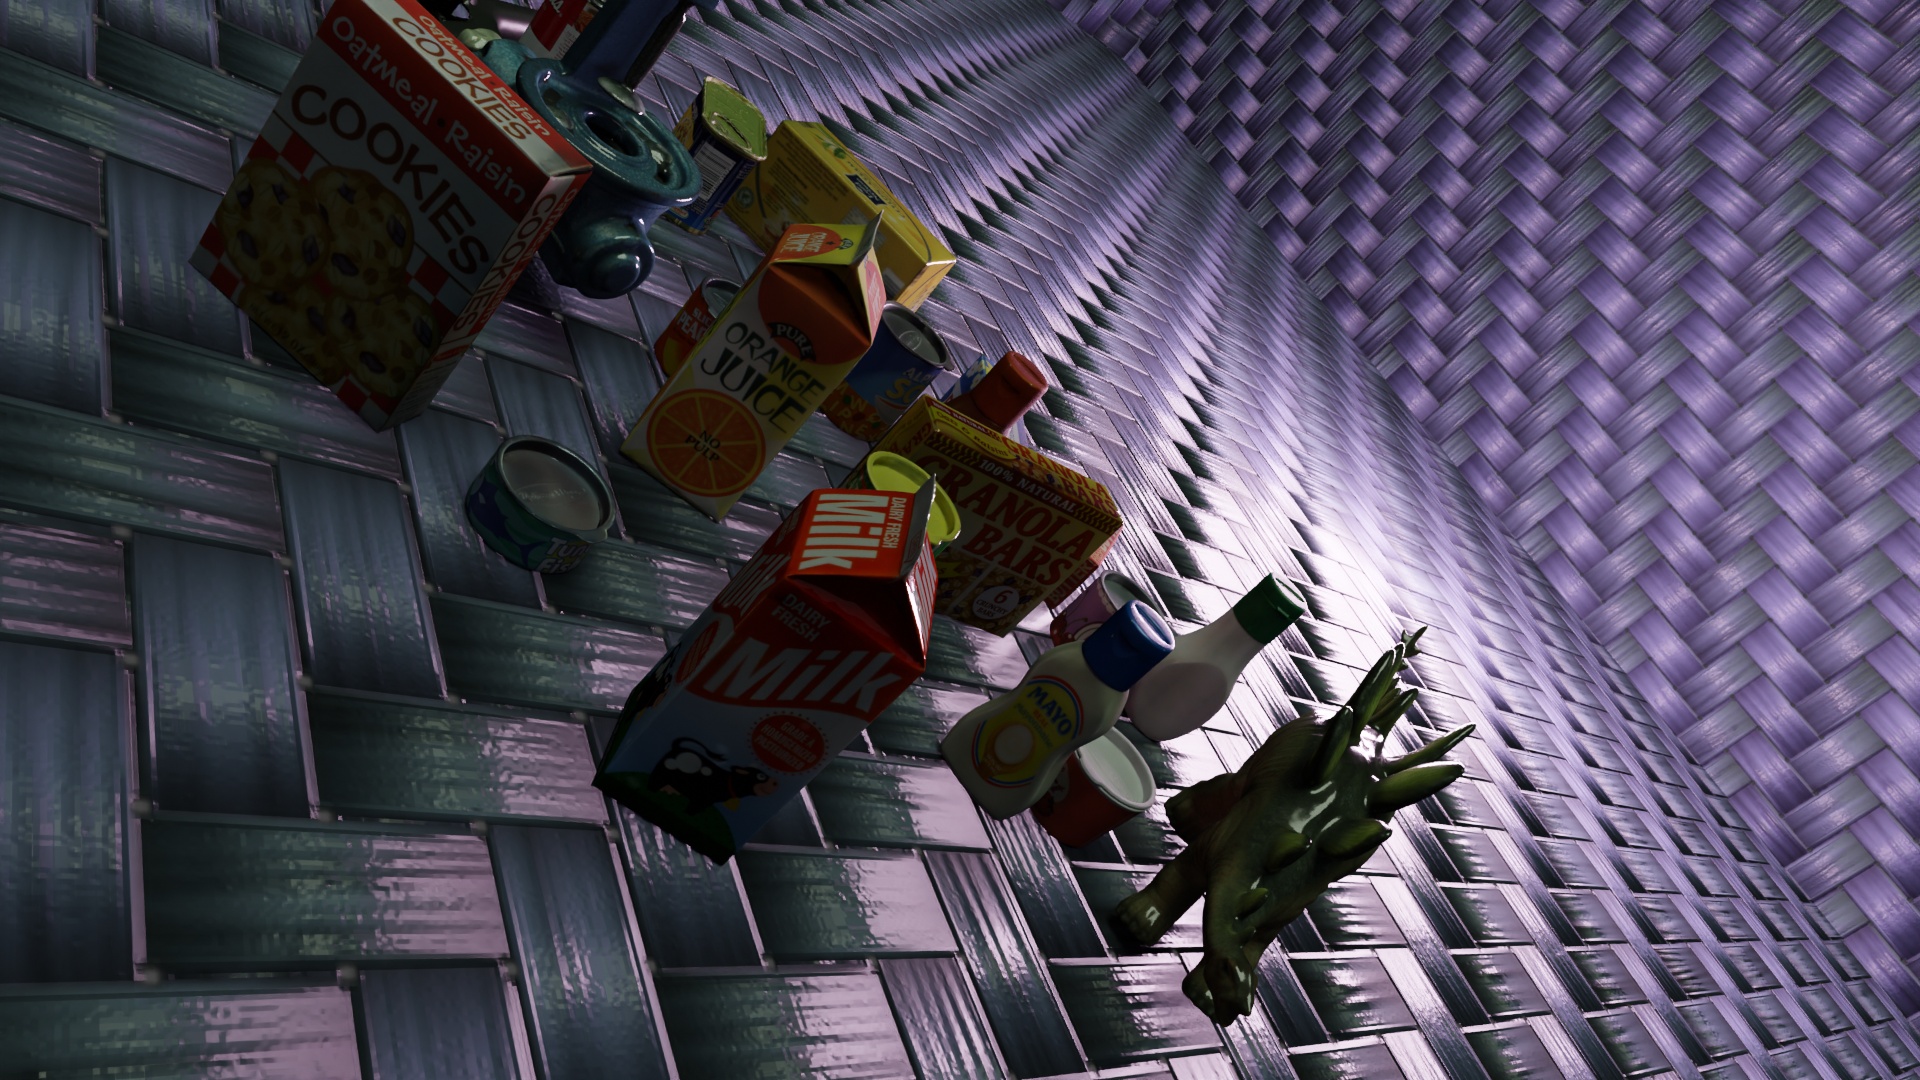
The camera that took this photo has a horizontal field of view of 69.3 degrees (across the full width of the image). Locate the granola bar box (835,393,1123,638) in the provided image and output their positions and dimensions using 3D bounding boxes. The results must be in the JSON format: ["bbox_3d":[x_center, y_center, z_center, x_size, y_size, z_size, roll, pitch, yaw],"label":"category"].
[{"bbox_3d":[0.003,-0.011,0.890,0.165,0.123,0.039,24,32,-37],"label":"granola bar box"}]

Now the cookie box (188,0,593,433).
[{"bbox_3d":[-0.268,-0.153,0.650,0.123,0.167,0.040,43,25,-3],"label":"cookie box"}]

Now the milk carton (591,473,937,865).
[{"bbox_3d":[-0.073,0.049,0.605,0.073,0.190,0.073,37,26,-17],"label":"milk carton"}]

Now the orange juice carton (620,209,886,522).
[{"bbox_3d":[-0.106,-0.109,0.795,0.073,0.192,0.072,37,26,-16],"label":"orange juice carton"}]

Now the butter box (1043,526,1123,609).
[{"bbox_3d":[0.092,0.013,1.069,0.024,0.053,0.104,44,25,0],"label":"butter box"}]

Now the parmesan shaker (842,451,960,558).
[{"bbox_3d":[-0.057,0.009,0.792,0.071,0.102,0.072,35,26,-20],"label":"parmesan shaker"}]

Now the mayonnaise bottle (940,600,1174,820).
[{"bbox_3d":[0.056,0.093,0.782,0.065,0.147,0.041,50,25,12],"label":"mayonnaise bottle"}]

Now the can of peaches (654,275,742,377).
[{"bbox_3d":[-0.158,-0.129,0.907,0.071,0.058,0.071,35,27,-20],"label":"can of peaches"}]

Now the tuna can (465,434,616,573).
[{"bbox_3d":[-0.207,-0.016,0.690,0.071,0.032,0.071,35,27,-20],"label":"tuna can"}]

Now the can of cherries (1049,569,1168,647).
[{"bbox_3d":[0.107,0.065,1.005,0.071,0.058,0.072,35,27,-20],"label":"can of cherries"}]

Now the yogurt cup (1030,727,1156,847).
[{"bbox_3d":[0.076,0.148,0.837,0.072,0.053,0.073,35,27,-20],"label":"yogurt cup"}]

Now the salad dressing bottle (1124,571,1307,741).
[{"bbox_3d":[0.180,0.082,0.984,0.064,0.147,0.044,38,25,-13],"label":"salad dressing bottle"}]

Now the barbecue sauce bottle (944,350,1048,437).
[{"bbox_3d":[-0.003,-0.063,0.933,0.065,0.148,0.044,46,25,3],"label":"barbecue sauce bottle"}]

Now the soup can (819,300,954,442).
[{"bbox_3d":[-0.057,-0.121,1.016,0.071,0.083,0.072,35,26,-20],"label":"soup can"}]

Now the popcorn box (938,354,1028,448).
[{"bbox_3d":[0.006,-0.071,1.032,0.038,0.085,0.127,33,27,-23],"label":"popcorn box"}]
